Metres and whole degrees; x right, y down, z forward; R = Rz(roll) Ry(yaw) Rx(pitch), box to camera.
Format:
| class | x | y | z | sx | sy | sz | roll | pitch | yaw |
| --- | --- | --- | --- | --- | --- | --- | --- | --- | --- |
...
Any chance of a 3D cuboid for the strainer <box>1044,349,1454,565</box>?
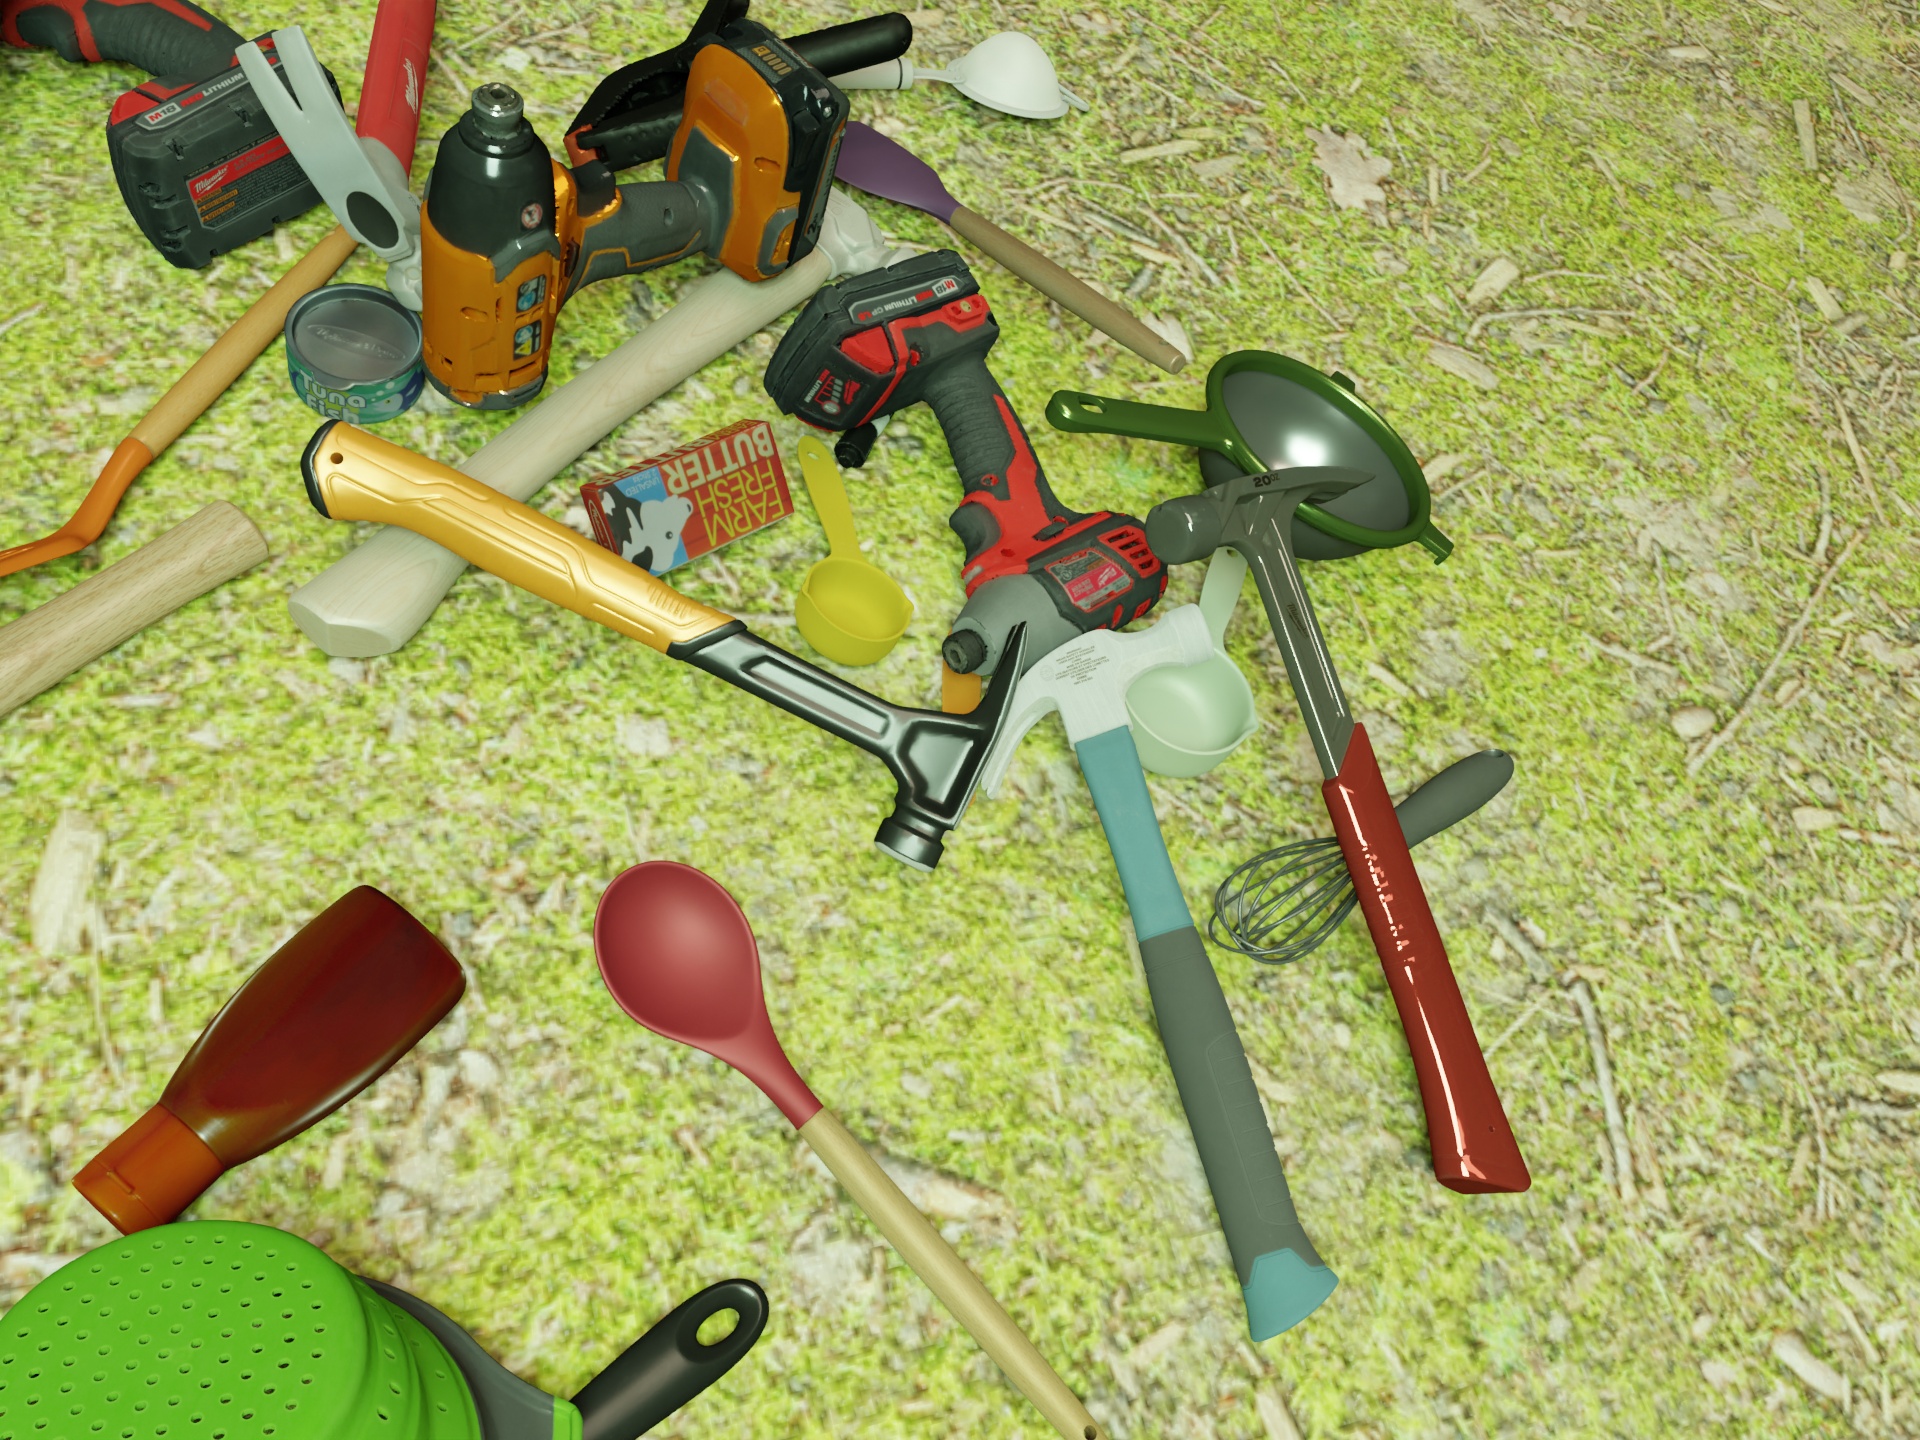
| class | x | y | z | sx | sy | sz | roll | pitch | yaw |
| --- | --- | --- | --- | --- | --- | --- | --- | --- | --- |
| strainer | 0.145 | -0.140 | 0.887 | 0.256 | 0.069 | 0.152 | 2 | 52 | -31 |

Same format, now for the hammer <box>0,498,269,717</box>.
| class | x | y | z | sx | sy | sz | roll | pitch | yaw |
| --- | --- | --- | --- | --- | --- | --- | --- | --- | --- |
| hammer | -0.427 | 0.006 | 0.641 | 0.130 | 0.031 | 0.331 | 42 | 56 | 8 |

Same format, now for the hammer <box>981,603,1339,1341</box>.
| class | x | y | z | sx | sy | sz | roll | pitch | yaw |
| --- | --- | --- | --- | --- | --- | --- | --- | --- | --- |
| hammer | 0.101 | 0.112 | 0.738 | 0.128 | 0.033 | 0.331 | -18 | 71 | 5 |

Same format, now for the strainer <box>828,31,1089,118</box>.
| class | x | y | z | sx | sy | sz | roll | pitch | yaw |
| --- | --- | --- | --- | --- | --- | --- | --- | --- | --- |
| strainer | -0.029 | -0.420 | 1.031 | 0.258 | 0.050 | 0.087 | -8 | 48 | -19 |

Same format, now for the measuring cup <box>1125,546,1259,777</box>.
| class | x | y | z | sx | sy | sz | roll | pitch | yaw |
| --- | --- | --- | --- | --- | --- | --- | --- | --- | --- |
| measuring cup | 0.126 | -0.037 | 0.859 | 0.083 | 0.038 | 0.168 | 27 | 50 | -3 |

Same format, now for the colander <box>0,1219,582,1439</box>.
| class | x | y | z | sx | sy | sz | roll | pitch | yaw |
| --- | --- | --- | --- | --- | --- | --- | --- | --- | --- |
| colander | -0.320 | 0.217 | 0.482 | 0.397 | 0.094 | 0.205 | 6 | 31 | -5 |

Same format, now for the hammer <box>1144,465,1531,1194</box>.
| class | x | y | z | sx | sy | sz | roll | pitch | yaw |
| --- | --- | --- | --- | --- | --- | --- | --- | --- | --- |
| hammer | 0.203 | 0.050 | 0.770 | 0.149 | 0.037 | 0.359 | -14 | 83 | -38 |

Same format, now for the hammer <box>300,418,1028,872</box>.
| class | x | y | z | sx | sy | sz | roll | pitch | yaw |
| --- | --- | --- | --- | --- | --- | --- | --- | --- | --- |
| hammer | -0.135 | -0.056 | 0.732 | 0.336 | 0.034 | 0.127 | 26 | 86 | -8 |

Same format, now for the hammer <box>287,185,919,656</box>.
| class | x | y | z | sx | sy | sz | roll | pitch | yaw |
| --- | --- | --- | --- | --- | --- | --- | --- | --- | --- |
| hammer | -0.189 | -0.177 | 0.831 | 0.146 | 0.038 | 0.411 | 37 | 56 | 6 |

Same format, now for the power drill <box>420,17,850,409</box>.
| class | x | y | z | sx | sy | sz | roll | pitch | yaw |
| --- | --- | --- | --- | --- | --- | --- | --- | --- | --- |
| power drill | -0.161 | -0.259 | 0.772 | 0.084 | 0.164 | 0.226 | 43 | 55 | 13 |

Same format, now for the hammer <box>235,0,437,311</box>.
| class | x | y | z | sx | sy | sz | roll | pitch | yaw |
| --- | --- | --- | --- | --- | --- | --- | --- | --- | --- |
| hammer | -0.305 | -0.392 | 0.853 | 0.038 | 0.143 | 0.387 | -16 | 51 | 8 |

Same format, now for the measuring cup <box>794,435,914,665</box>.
| class | x | y | z | sx | sy | sz | roll | pitch | yaw |
| --- | --- | --- | --- | --- | --- | --- | --- | --- | --- |
| measuring cup | -0.068 | -0.090 | 0.832 | 0.062 | 0.029 | 0.157 | 6 | 46 | -28 |

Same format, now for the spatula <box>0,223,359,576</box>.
| class | x | y | z | sx | sy | sz | roll | pitch | yaw |
| --- | --- | --- | --- | --- | --- | --- | --- | --- | --- |
| spatula | -0.376 | -0.149 | 0.744 | 0.081 | 0.041 | 0.323 | -4 | 45 | 30 |

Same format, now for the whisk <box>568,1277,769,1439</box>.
| class | x | y | z | sx | sy | sz | roll | pitch | yaw |
| --- | --- | --- | --- | --- | --- | --- | --- | --- | --- |
| whisk | -0.182 | 0.286 | 0.547 | 0.296 | 0.073 | 0.073 | -29 | 73 | -37 |

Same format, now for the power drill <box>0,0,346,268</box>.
| class | x | y | z | sx | sy | sz | roll | pitch | yaw |
| --- | --- | --- | --- | --- | --- | --- | --- | --- | --- |
| power drill | -0.448 | -0.334 | 0.812 | 0.227 | 0.080 | 0.188 | 42 | 63 | 13 |

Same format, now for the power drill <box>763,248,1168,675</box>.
| class | x | y | z | sx | sy | sz | roll | pitch | yaw |
| --- | --- | --- | --- | --- | --- | --- | --- | --- | --- |
| power drill | 0.001 | -0.125 | 0.828 | 0.143 | 0.078 | 0.220 | -31 | 84 | -37 |

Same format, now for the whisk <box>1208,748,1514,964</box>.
| class | x | y | z | sx | sy | sz | roll | pitch | yaw |
| --- | --- | --- | --- | --- | --- | --- | --- | --- | --- |
| whisk | 0.215 | 0.064 | 0.825 | 0.239 | 0.055 | 0.055 | -25 | 71 | -35 |

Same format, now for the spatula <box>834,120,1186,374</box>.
| class | x | y | z | sx | sy | sz | roll | pitch | yaw |
| --- | --- | --- | --- | --- | --- | --- | --- | --- | --- |
| spatula | 0.014 | -0.281 | 0.926 | 0.060 | 0.018 | 0.316 | -29 | 55 | -30 |

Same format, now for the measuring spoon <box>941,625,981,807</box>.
| class | x | y | z | sx | sy | sz | roll | pitch | yaw |
| --- | --- | --- | --- | --- | --- | --- | --- | --- | --- |
| measuring spoon | -0.001 | -0.003 | 0.810 | 0.021 | 0.011 | 0.117 | 11 | 54 | -12 |

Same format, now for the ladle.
| class | x | y | z | sx | sy | sz | roll | pitch | yaw |
| --- | --- | --- | --- | --- | --- | --- | --- | --- | --- |
| ladle | -0.045 | 0.186 | 0.670 | 0.069 | 0.031 | 0.315 | -37 | 79 | -30 |
